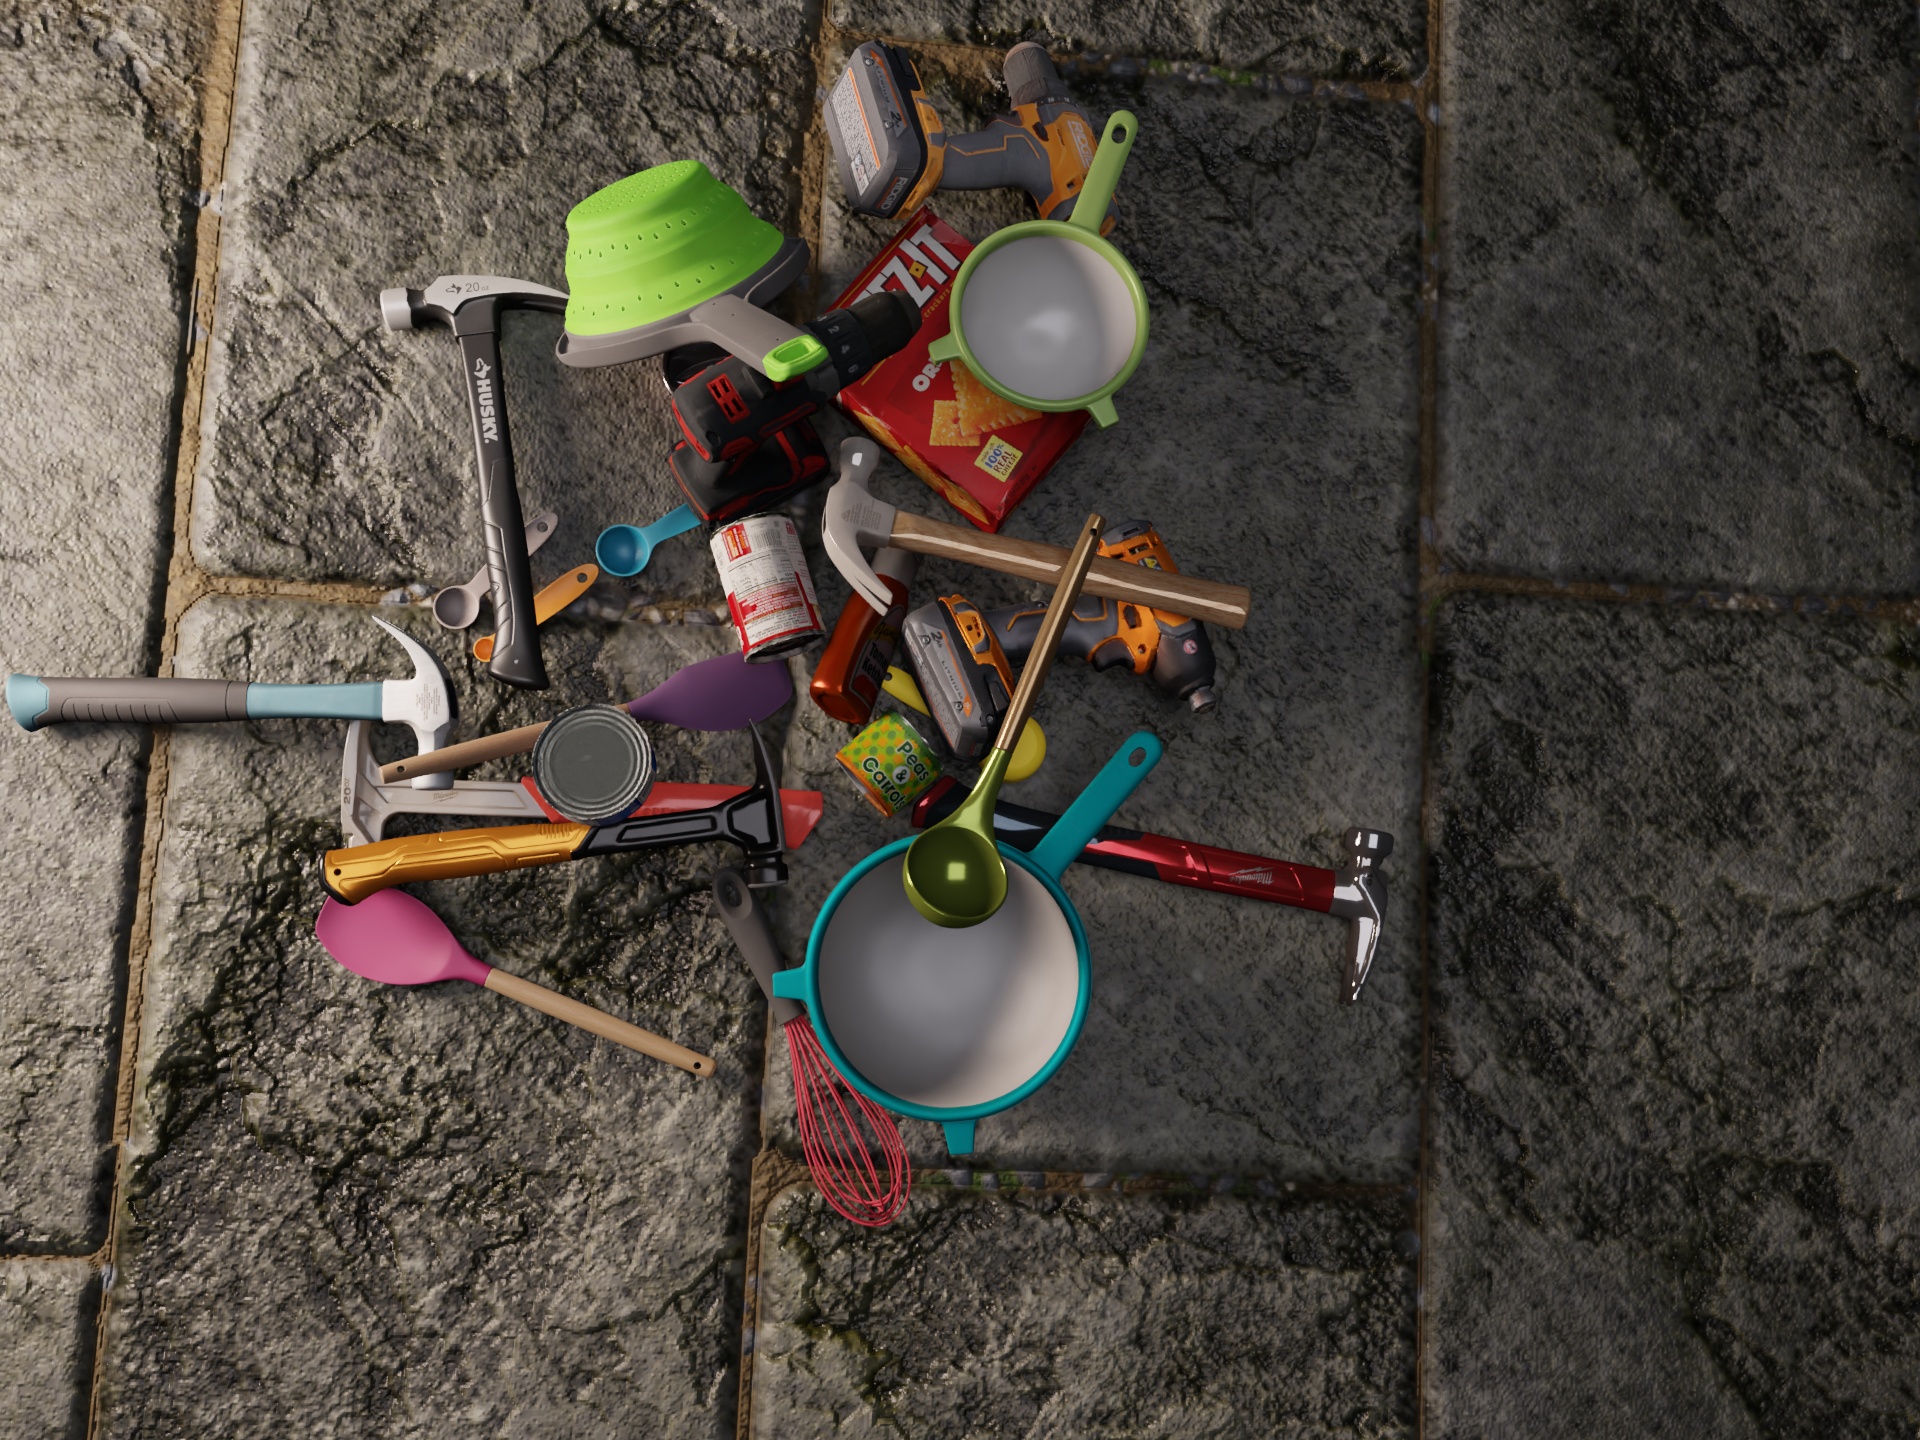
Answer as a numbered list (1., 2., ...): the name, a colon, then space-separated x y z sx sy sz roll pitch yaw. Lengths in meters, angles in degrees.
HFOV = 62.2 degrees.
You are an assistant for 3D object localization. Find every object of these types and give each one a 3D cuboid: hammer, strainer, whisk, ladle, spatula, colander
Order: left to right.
1. hammer: -0.537 -0.013 1.176 0.331 0.033 0.128 0 85 1
2. hammer: -0.352 -0.185 1.228 0.146 0.035 0.335 -9 81 -8
3. hammer: -0.301 0.083 1.179 0.337 0.034 0.127 -8 85 -7
4. hammer: -0.285 0.053 1.219 0.359 0.036 0.149 2 83 -6
5. spatula: -0.273 0.003 1.196 0.316 0.018 0.060 -15 84 -25
6. colander: -0.186 -0.316 1.101 0.204 0.397 0.094 -30 123 -12
7. whisk: -0.120 0.245 1.209 0.073 0.073 0.296 -25 81 -9
8. strainer: 0.033 0.143 1.210 0.211 0.095 0.340 41 85 3
9. ladle: 0.043 -0.003 1.143 0.078 0.062 0.320 23 85 -8
10. hammer: 0.059 -0.118 1.200 0.331 0.031 0.130 13 65 -6
11. strainer: 0.082 -0.345 1.222 0.151 0.069 0.256 21 78 -2
12. hammer: 0.149 0.123 1.263 0.386 0.038 0.143 12 84 -6

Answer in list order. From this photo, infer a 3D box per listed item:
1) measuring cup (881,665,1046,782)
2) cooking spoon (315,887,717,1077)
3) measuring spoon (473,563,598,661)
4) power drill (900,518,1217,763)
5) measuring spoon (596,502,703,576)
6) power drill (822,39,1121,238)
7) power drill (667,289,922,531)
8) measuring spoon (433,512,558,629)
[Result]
1. measuring cup: -0.002 -0.004 1.262 0.156 0.029 0.062 30 81 -4
2. cooking spoon: -0.333 0.205 1.205 0.319 0.017 0.069 23 82 -3
3. measuring spoon: -0.331 -0.085 1.244 0.117 0.011 0.021 -40 90 -13
4. power drill: 0.085 -0.050 1.235 0.226 0.084 0.164 -21 72 -15
5. measuring spoon: -0.230 -0.152 1.262 0.128 0.021 0.042 -31 89 -18
6. power drill: 0.009 -0.472 1.258 0.226 0.084 0.185 -4 68 -32
7. power drill: -0.127 -0.231 1.171 0.188 0.226 0.080 -33 90 -16
8. measuring spoon: -0.360 -0.117 1.243 0.034 0.018 0.124 43 74 0
